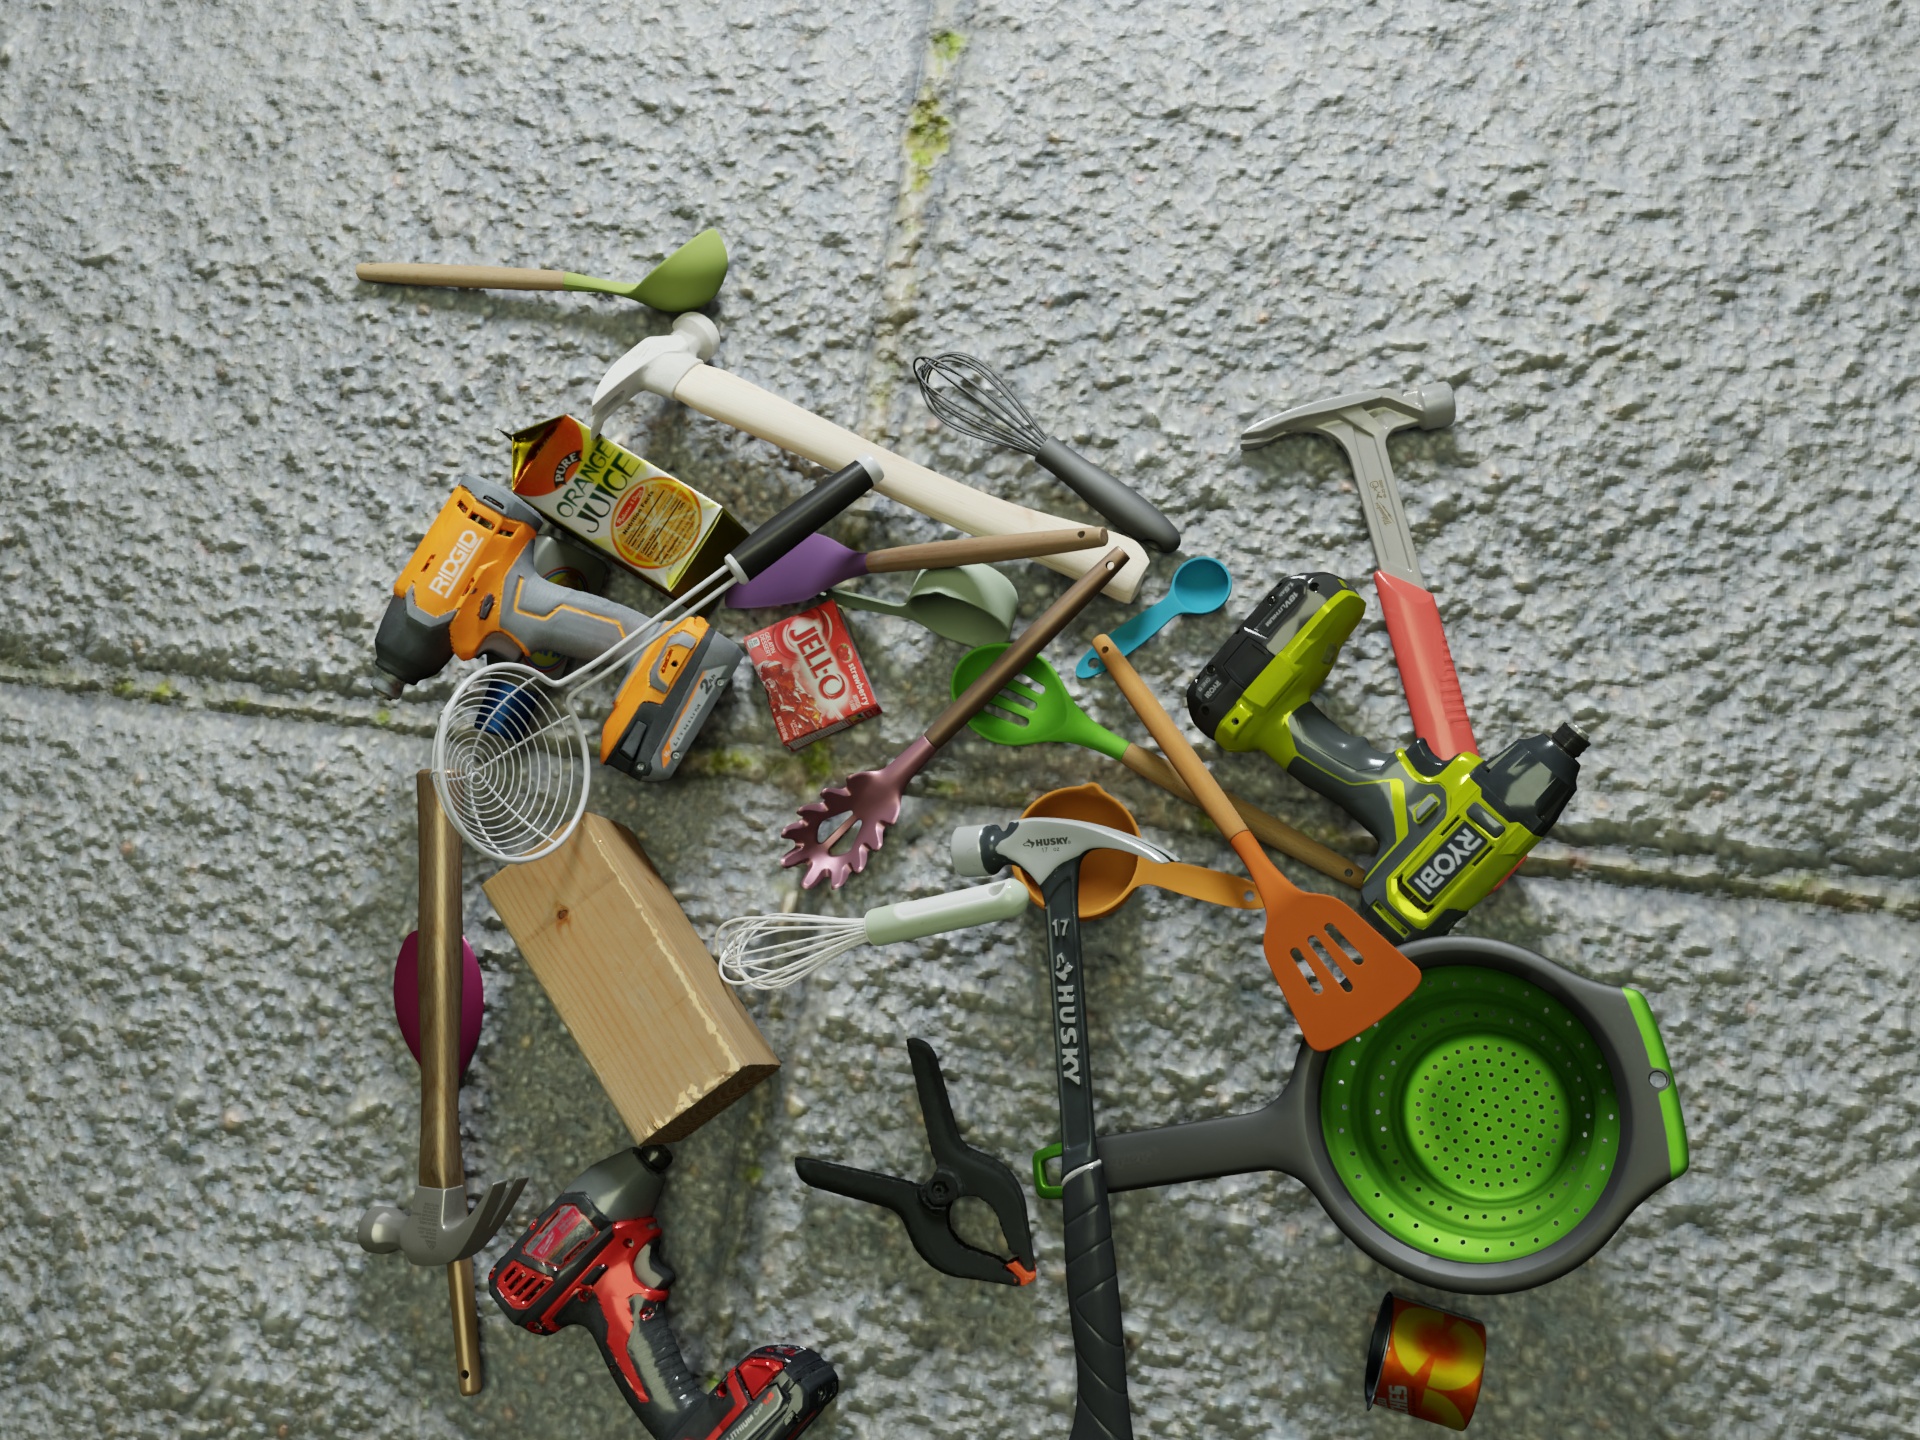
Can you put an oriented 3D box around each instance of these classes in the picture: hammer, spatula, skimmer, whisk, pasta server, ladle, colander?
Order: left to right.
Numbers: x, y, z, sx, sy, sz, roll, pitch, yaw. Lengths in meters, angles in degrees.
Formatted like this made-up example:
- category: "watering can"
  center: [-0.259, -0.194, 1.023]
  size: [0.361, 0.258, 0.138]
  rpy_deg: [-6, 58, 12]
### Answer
- category: "hammer"
  center: [-0.350, 0.198, 1.074]
  size: [0.130, 0.031, 0.331]
  rpy_deg: [-4, 85, 29]
- category: "ladle"
  center: [-0.332, -0.356, 1.240]
  size: [0.320, 0.078, 0.062]
  rpy_deg: [7, 117, 14]
- category: "skimmer"
  center: [-0.184, -0.053, 1.036]
  size: [0.363, 0.127, 0.090]
  rpy_deg: [-38, 35, -10]
- category: "whisk"
  center: [-0.063, 0.136, 1.042]
  size: [0.246, 0.058, 0.059]
  rpy_deg: [-16, 116, 29]
- category: "hammer"
  center: [-0.062, -0.175, 1.137]
  size: [0.411, 0.038, 0.146]
  rpy_deg: [25, 46, 10]
- category: "spatula"
  center: [-0.040, -0.113, 1.095]
  size: [0.316, 0.018, 0.060]
  rpy_deg: [-2, 69, 33]
- category: "pasta server"
  center: [-0.002, -0.003, 1.086]
  size: [0.316, 0.040, 0.060]
  rpy_deg: [-44, 89, 9]
- category: "whisk"
  center: [0.061, -0.193, 1.149]
  size: [0.239, 0.055, 0.055]
  rpy_deg: [38, 85, 10]
- category: "hammer"
  center: [0.080, 0.264, 0.997]
  size: [0.149, 0.036, 0.409]
  rpy_deg: [-7, 85, 29]
- category: "spatula"
  center: [0.171, 0.061, 1.031]
  size: [0.081, 0.041, 0.323]
  rpy_deg: [-39, 55, 11]
- category: "colander"
  center: [0.240, 0.258, 0.998]
  size: [0.397, 0.094, 0.205]
  rpy_deg: [-16, 69, 23]
- category: "hammer"
  center: [0.301, -0.056, 1.081]
  size: [0.149, 0.036, 0.359]
  rpy_deg: [-12, 75, 6]

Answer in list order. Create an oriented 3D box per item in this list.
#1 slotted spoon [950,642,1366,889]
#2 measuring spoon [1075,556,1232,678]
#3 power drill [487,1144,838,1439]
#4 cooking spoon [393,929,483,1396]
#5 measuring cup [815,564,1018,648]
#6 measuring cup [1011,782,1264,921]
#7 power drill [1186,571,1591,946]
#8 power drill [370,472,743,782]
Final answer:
- category: "slotted spoon"
  center: [0.135, 0.036, 1.089]
  size: [0.314, 0.031, 0.070]
  rpy_deg: [28, 92, 12]
- category: "measuring spoon"
  center: [0.136, -0.067, 1.122]
  size: [0.128, 0.021, 0.042]
  rpy_deg: [-36, 67, 8]
- category: "power drill"
  center: [-0.190, 0.387, 1.031]
  size: [0.220, 0.078, 0.143]
  rpy_deg: [42, 85, 18]
- category: "cooking spoon"
  center: [-0.354, 0.299, 1.104]
  size: [0.069, 0.017, 0.319]
  rpy_deg: [-13, 75, 7]
- category: "measuring cup"
  center: [-0.036, -0.093, 1.133]
  size: [0.168, 0.083, 0.038]
  rpy_deg: [12, 70, 27]
- category: "measuring cup"
  center: [0.120, 0.102, 1.063]
  size: [0.173, 0.052, 0.095]
  rpy_deg: [14, 79, 10]
- category: "power drill"
  center: [0.271, 0.013, 1.019]
  size: [0.223, 0.080, 0.171]
  rpy_deg: [46, 108, 21]
- category: "power drill"
  center: [-0.285, -0.045, 1.103]
  size: [0.226, 0.084, 0.164]
  rpy_deg: [32, 82, -10]
